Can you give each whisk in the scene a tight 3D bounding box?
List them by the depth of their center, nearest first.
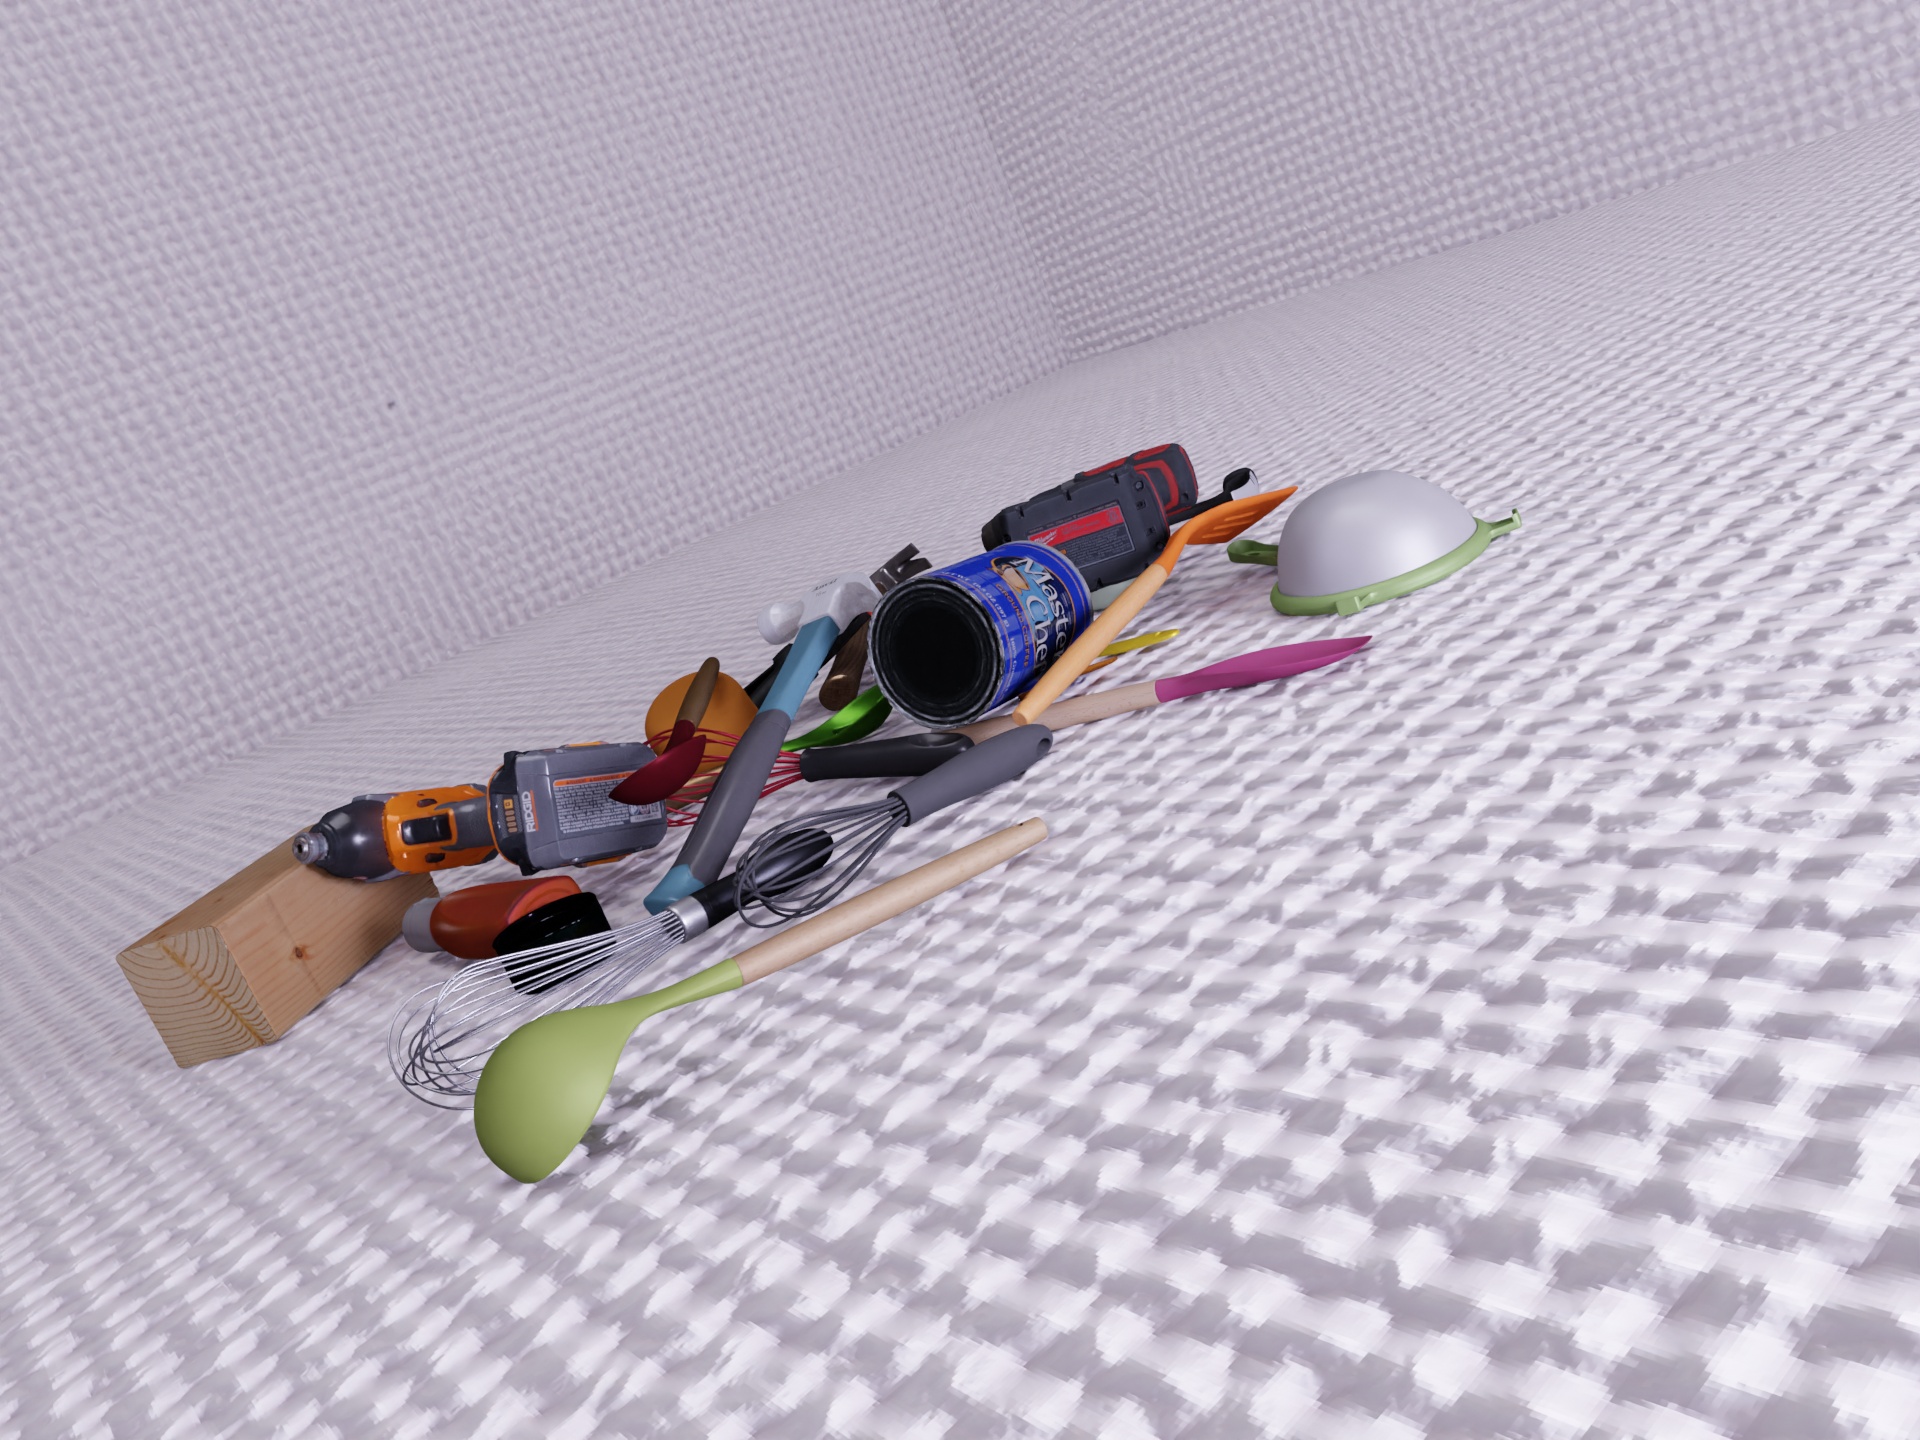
[{"bbox_3d":[-0.173,0.122,0.853,0.284,0.070,0.070,-27,14,-40],"label":"whisk"},{"bbox_3d":[-0.033,0.053,0.914,0.239,0.055,0.055,-26,14,-34],"label":"whisk"},{"bbox_3d":[-0.119,0.032,1.092,0.296,0.073,0.073,-6,21,30],"label":"whisk"}]

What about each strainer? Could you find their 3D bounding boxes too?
[{"bbox_3d":[0.252,-0.136,1.114,0.151,0.069,0.256,-27,17,-16],"label":"strainer"}]

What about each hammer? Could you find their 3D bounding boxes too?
[{"bbox_3d":[-0.128,0.010,1.034,0.128,0.033,0.331,-20,31,31],"label":"hammer"},{"bbox_3d":[-0.089,-0.082,1.452,0.130,0.031,0.331,-40,14,16],"label":"hammer"},{"bbox_3d":[0.110,-0.155,1.463,0.337,0.034,0.127,-18,14,18],"label":"hammer"}]

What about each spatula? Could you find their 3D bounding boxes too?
[{"bbox_3d":[0.130,-0.082,1.084,0.323,0.041,0.081,-45,5,-40],"label":"spatula"}]

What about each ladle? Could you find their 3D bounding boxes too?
[{"bbox_3d":[-0.081,0.121,0.763,0.320,0.062,0.078,-23,11,-30],"label":"ladle"},{"bbox_3d":[-0.189,-0.001,1.099,0.069,0.031,0.315,-33,15,7],"label":"ladle"}]

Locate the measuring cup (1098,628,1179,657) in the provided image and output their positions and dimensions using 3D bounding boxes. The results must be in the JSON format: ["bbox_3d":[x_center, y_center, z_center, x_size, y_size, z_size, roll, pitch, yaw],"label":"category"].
[{"bbox_3d":[0.092,-0.061,1.153,0.156,0.029,0.062,-11,18,45],"label":"measuring cup"}]

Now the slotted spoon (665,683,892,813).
[{"bbox_3d":[-0.186,0.045,1.196,0.314,0.031,0.070,-24,14,1],"label":"slotted spoon"}]

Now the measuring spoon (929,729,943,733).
[{"bbox_3d":[-0.002,-0.004,1.133,0.034,0.018,0.124,-16,22,22],"label":"measuring spoon"}]

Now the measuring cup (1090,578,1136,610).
[{"bbox_3d":[0.086,-0.095,1.281,0.167,0.038,0.083,-32,18,-28],"label":"measuring cup"}]

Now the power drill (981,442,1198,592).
[{"bbox_3d":[0.090,-0.157,1.269,0.188,0.080,0.227,-17,12,17],"label":"power drill"}]

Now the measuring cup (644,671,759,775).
[{"bbox_3d":[-0.240,0.025,1.252,0.173,0.052,0.095,-34,41,-9],"label":"measuring cup"}]

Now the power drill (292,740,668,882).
[{"bbox_3d":[-0.334,0.070,1.094,0.226,0.084,0.164,-10,-2,32],"label":"power drill"}]

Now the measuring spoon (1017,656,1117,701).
[{"bbox_3d":[0.076,-0.027,1.078,0.021,0.011,0.117,-18,3,38],"label":"measuring spoon"}]

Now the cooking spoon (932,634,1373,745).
[{"bbox_3d":[0.102,-0.012,0.994,0.319,0.017,0.069,-13,8,30],"label":"cooking spoon"}]
